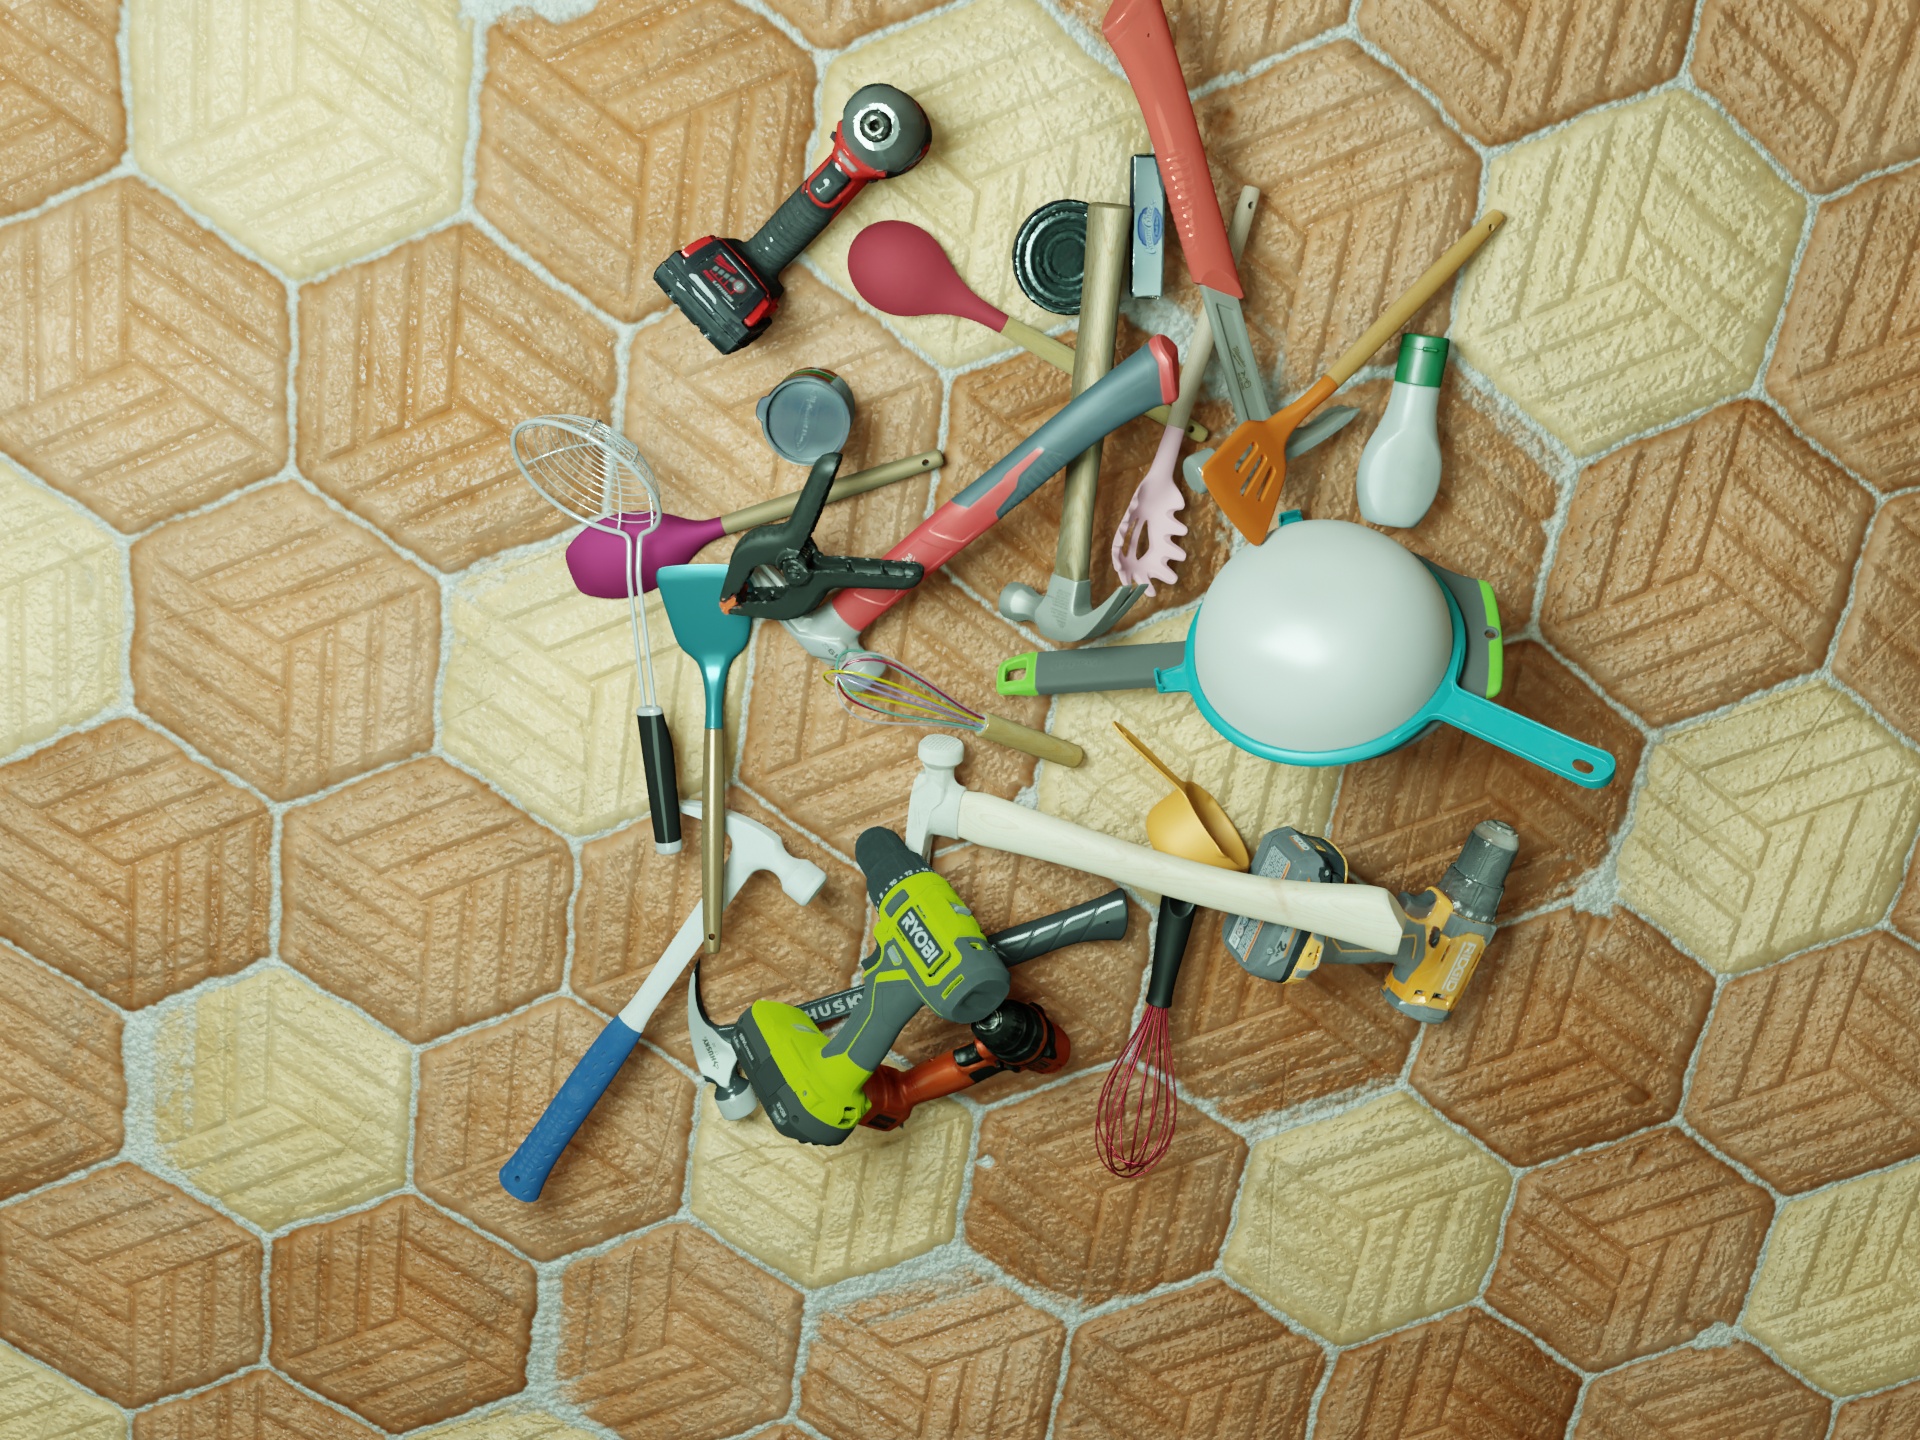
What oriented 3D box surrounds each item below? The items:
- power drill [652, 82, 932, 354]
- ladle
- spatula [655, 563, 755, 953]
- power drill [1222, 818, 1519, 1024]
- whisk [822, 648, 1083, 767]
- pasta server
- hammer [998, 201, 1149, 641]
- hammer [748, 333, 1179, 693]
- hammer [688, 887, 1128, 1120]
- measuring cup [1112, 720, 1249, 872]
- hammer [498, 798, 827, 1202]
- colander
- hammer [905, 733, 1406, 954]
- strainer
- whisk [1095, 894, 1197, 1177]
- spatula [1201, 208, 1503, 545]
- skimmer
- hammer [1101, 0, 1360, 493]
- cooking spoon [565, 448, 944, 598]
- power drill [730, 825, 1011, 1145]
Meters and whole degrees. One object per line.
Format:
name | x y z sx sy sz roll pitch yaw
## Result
power drill | -0.113 -0.369 1.150 0.219 0.143 0.078 -40 102 14
ladle | 0.056 -0.294 1.237 0.315 0.031 0.069 26 105 -10
spatula | -0.205 0.033 1.301 0.082 0.044 0.317 0 88 -2
power drill | 0.356 0.153 1.340 0.226 0.084 0.185 15 108 -21
whisk | -0.003 -0.004 1.290 0.244 0.051 0.047 19 133 -28
pasta server | 0.179 -0.252 1.228 0.060 0.040 0.316 10 105 -25
hammer | 0.098 -0.220 1.208 0.031 0.130 0.331 -13 116 -42
hammer | 0.003 -0.172 1.205 0.386 0.038 0.143 -36 103 30
hammer | -0.047 0.225 1.397 0.409 0.036 0.149 -19 106 5
measuring cup | 0.166 0.072 1.318 0.052 0.095 0.173 -39 108 20
hammer | -0.283 0.248 1.371 0.144 0.035 0.405 37 102 6
colander | 0.229 -0.030 1.287 0.397 0.205 0.094 -4 147 17
hammer | 0.149 0.127 1.288 0.411 0.038 0.146 14 112 18
strainer | 0.312 -0.051 1.153 0.211 0.341 0.095 -50 145 -15
whisk | 0.172 0.267 1.403 0.073 0.073 0.296 9 101 -4
spatula | 0.301 -0.270 1.198 0.322 0.041 0.081 -45 117 -4
skimmer | -0.274 -0.060 1.250 0.127 0.090 0.363 5 107 34
hammer | 0.187 -0.356 1.168 0.149 0.037 0.358 -27 114 -13
cooking spoon | -0.166 -0.165 1.278 0.319 0.017 0.068 -17 107 6
power drill | -0.082 0.216 1.307 0.228 0.191 0.080 -49 142 13
